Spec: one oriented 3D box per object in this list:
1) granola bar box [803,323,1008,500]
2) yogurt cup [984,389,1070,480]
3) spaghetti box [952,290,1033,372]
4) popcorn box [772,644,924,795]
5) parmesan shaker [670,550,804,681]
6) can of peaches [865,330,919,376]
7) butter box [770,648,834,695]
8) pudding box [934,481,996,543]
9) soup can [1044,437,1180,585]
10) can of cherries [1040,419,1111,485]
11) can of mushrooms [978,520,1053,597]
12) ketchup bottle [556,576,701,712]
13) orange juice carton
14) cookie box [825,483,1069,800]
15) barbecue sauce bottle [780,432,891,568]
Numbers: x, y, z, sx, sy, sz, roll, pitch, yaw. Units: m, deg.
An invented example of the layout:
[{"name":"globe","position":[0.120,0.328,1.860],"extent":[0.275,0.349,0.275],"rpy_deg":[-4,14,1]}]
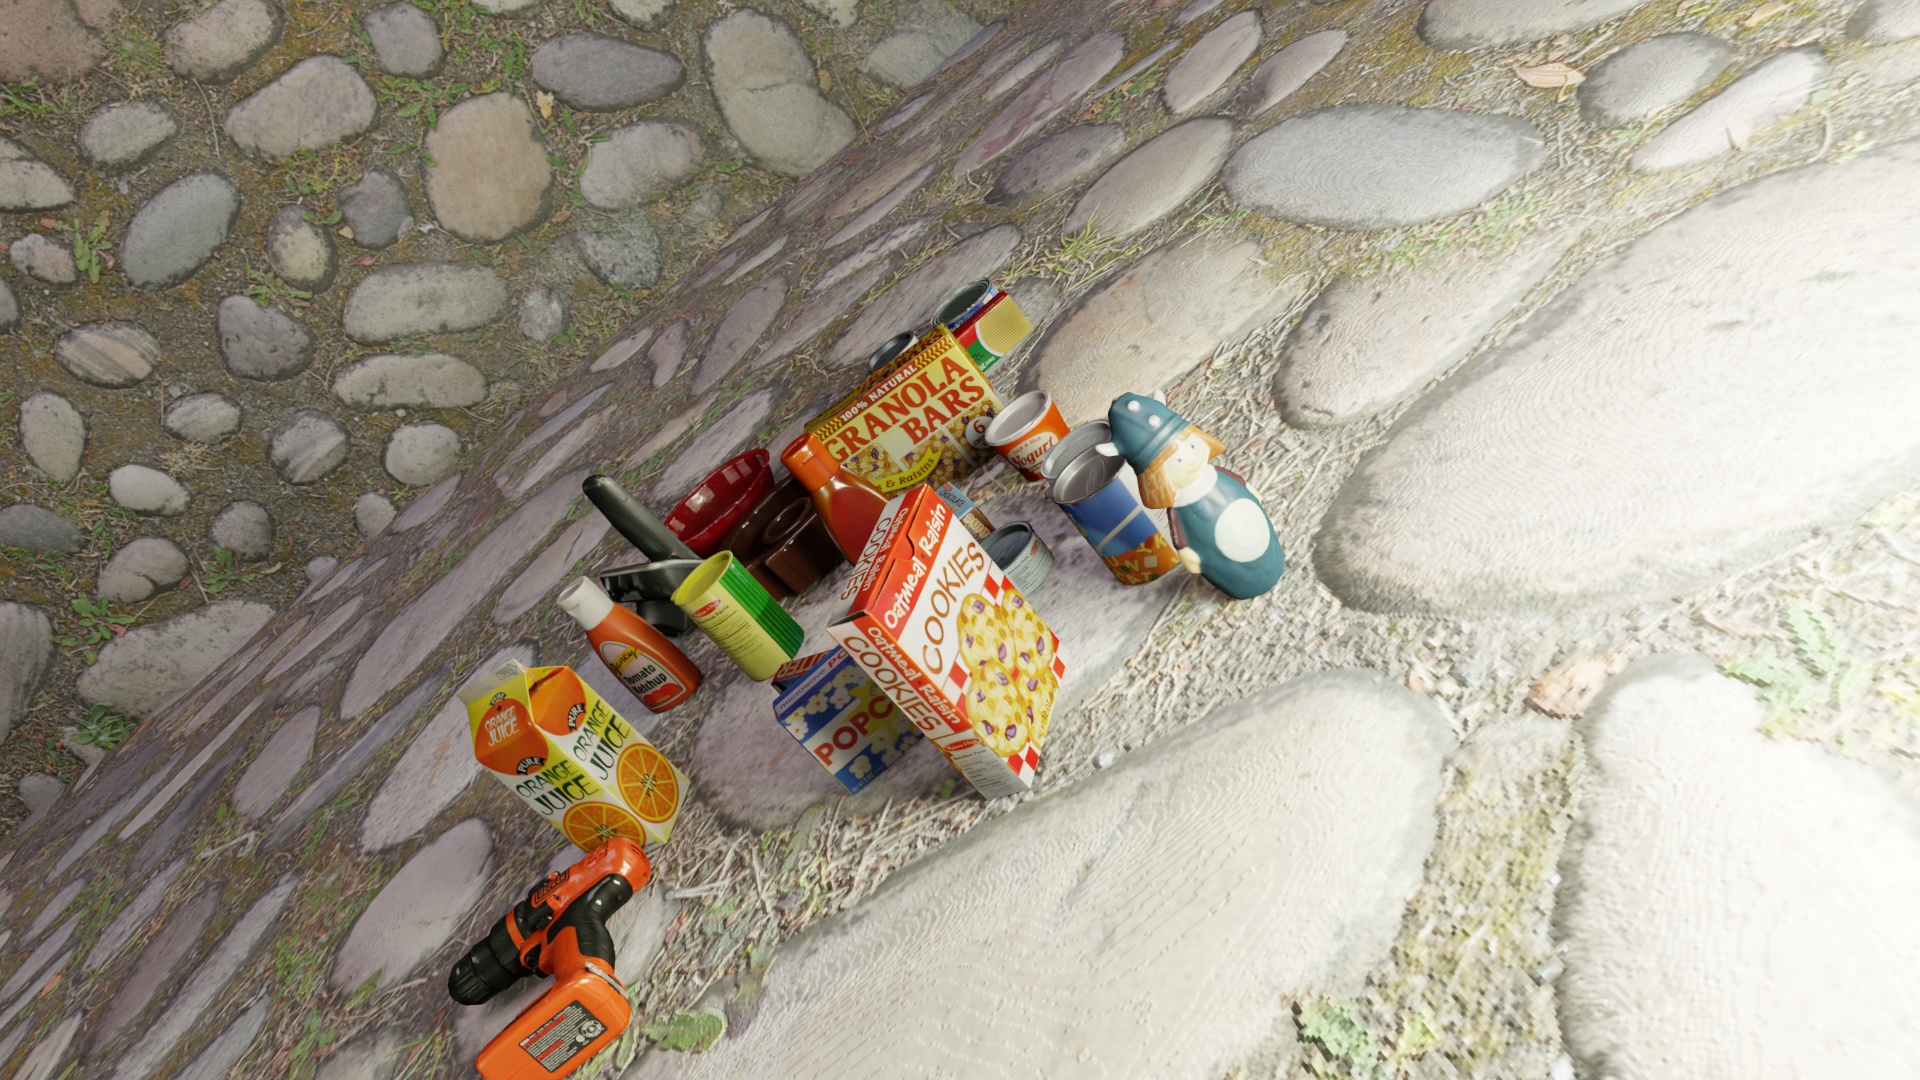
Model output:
[{"name":"granola bar box","position":[-0.043,-0.103,1.287],"extent":[0.165,0.124,0.039],"rpy_deg":[-35,25,12]},{"name":"yogurt cup","position":[0.063,-0.088,1.195],"extent":[0.072,0.054,0.073],"rpy_deg":[-32,25,17]},{"name":"spaghetti box","position":[-0.033,-0.164,1.465],"extent":[0.250,0.050,0.029],"rpy_deg":[-41,24,-2]},{"name":"popcorn box","position":[-0.059,0.109,0.994],"extent":[0.127,0.085,0.038],"rpy_deg":[-41,24,-2]},{"name":"parmesan shaker","position":[-0.198,0.069,1.239],"extent":[0.071,0.103,0.071],"rpy_deg":[-32,25,17]},{"name":"can of peaches","position":[-0.063,-0.189,1.543],"extent":[0.071,0.058,0.071],"rpy_deg":[-32,25,17]},{"name":"butter box","position":[-0.094,0.111,1.080],"extent":[0.103,0.053,0.024],"rpy_deg":[-19,31,38]},{"name":"pudding box","position":[0.004,-0.015,1.158],"extent":[0.030,0.049,0.084],"rpy_deg":[-41,24,-2]},{"name":"soup can","position":[0.111,-0.019,0.971],"extent":[0.071,0.083,0.072],"rpy_deg":[-32,25,17]},{"name":"can of cherries","position":[0.104,-0.050,1.067],"extent":[0.071,0.058,0.072],"rpy_deg":[-32,25,17]},{"name":"can of mushrooms","position":[0.035,0.019,1.076],"extent":[0.071,0.033,0.071],"rpy_deg":[-32,25,17]},{"name":"ketchup bottle","position":[-0.313,0.096,1.302],"extent":[0.064,0.148,0.044],"rpy_deg":[-28,27,25]},{"name":"orange juice carton","position":[-0.315,0.173,1.119],"extent":[0.071,0.192,0.073],"rpy_deg":[-28,27,25]},{"name":"cookie box","position":[-0.002,0.064,0.889],"extent":[0.040,0.167,0.123],"rpy_deg":[-23,29,34]},{"name":"barbecue sauce bottle","position":[-0.096,-0.028,1.204],"extent":[0.065,0.148,0.044],"rpy_deg":[-42,24,-4]}]
